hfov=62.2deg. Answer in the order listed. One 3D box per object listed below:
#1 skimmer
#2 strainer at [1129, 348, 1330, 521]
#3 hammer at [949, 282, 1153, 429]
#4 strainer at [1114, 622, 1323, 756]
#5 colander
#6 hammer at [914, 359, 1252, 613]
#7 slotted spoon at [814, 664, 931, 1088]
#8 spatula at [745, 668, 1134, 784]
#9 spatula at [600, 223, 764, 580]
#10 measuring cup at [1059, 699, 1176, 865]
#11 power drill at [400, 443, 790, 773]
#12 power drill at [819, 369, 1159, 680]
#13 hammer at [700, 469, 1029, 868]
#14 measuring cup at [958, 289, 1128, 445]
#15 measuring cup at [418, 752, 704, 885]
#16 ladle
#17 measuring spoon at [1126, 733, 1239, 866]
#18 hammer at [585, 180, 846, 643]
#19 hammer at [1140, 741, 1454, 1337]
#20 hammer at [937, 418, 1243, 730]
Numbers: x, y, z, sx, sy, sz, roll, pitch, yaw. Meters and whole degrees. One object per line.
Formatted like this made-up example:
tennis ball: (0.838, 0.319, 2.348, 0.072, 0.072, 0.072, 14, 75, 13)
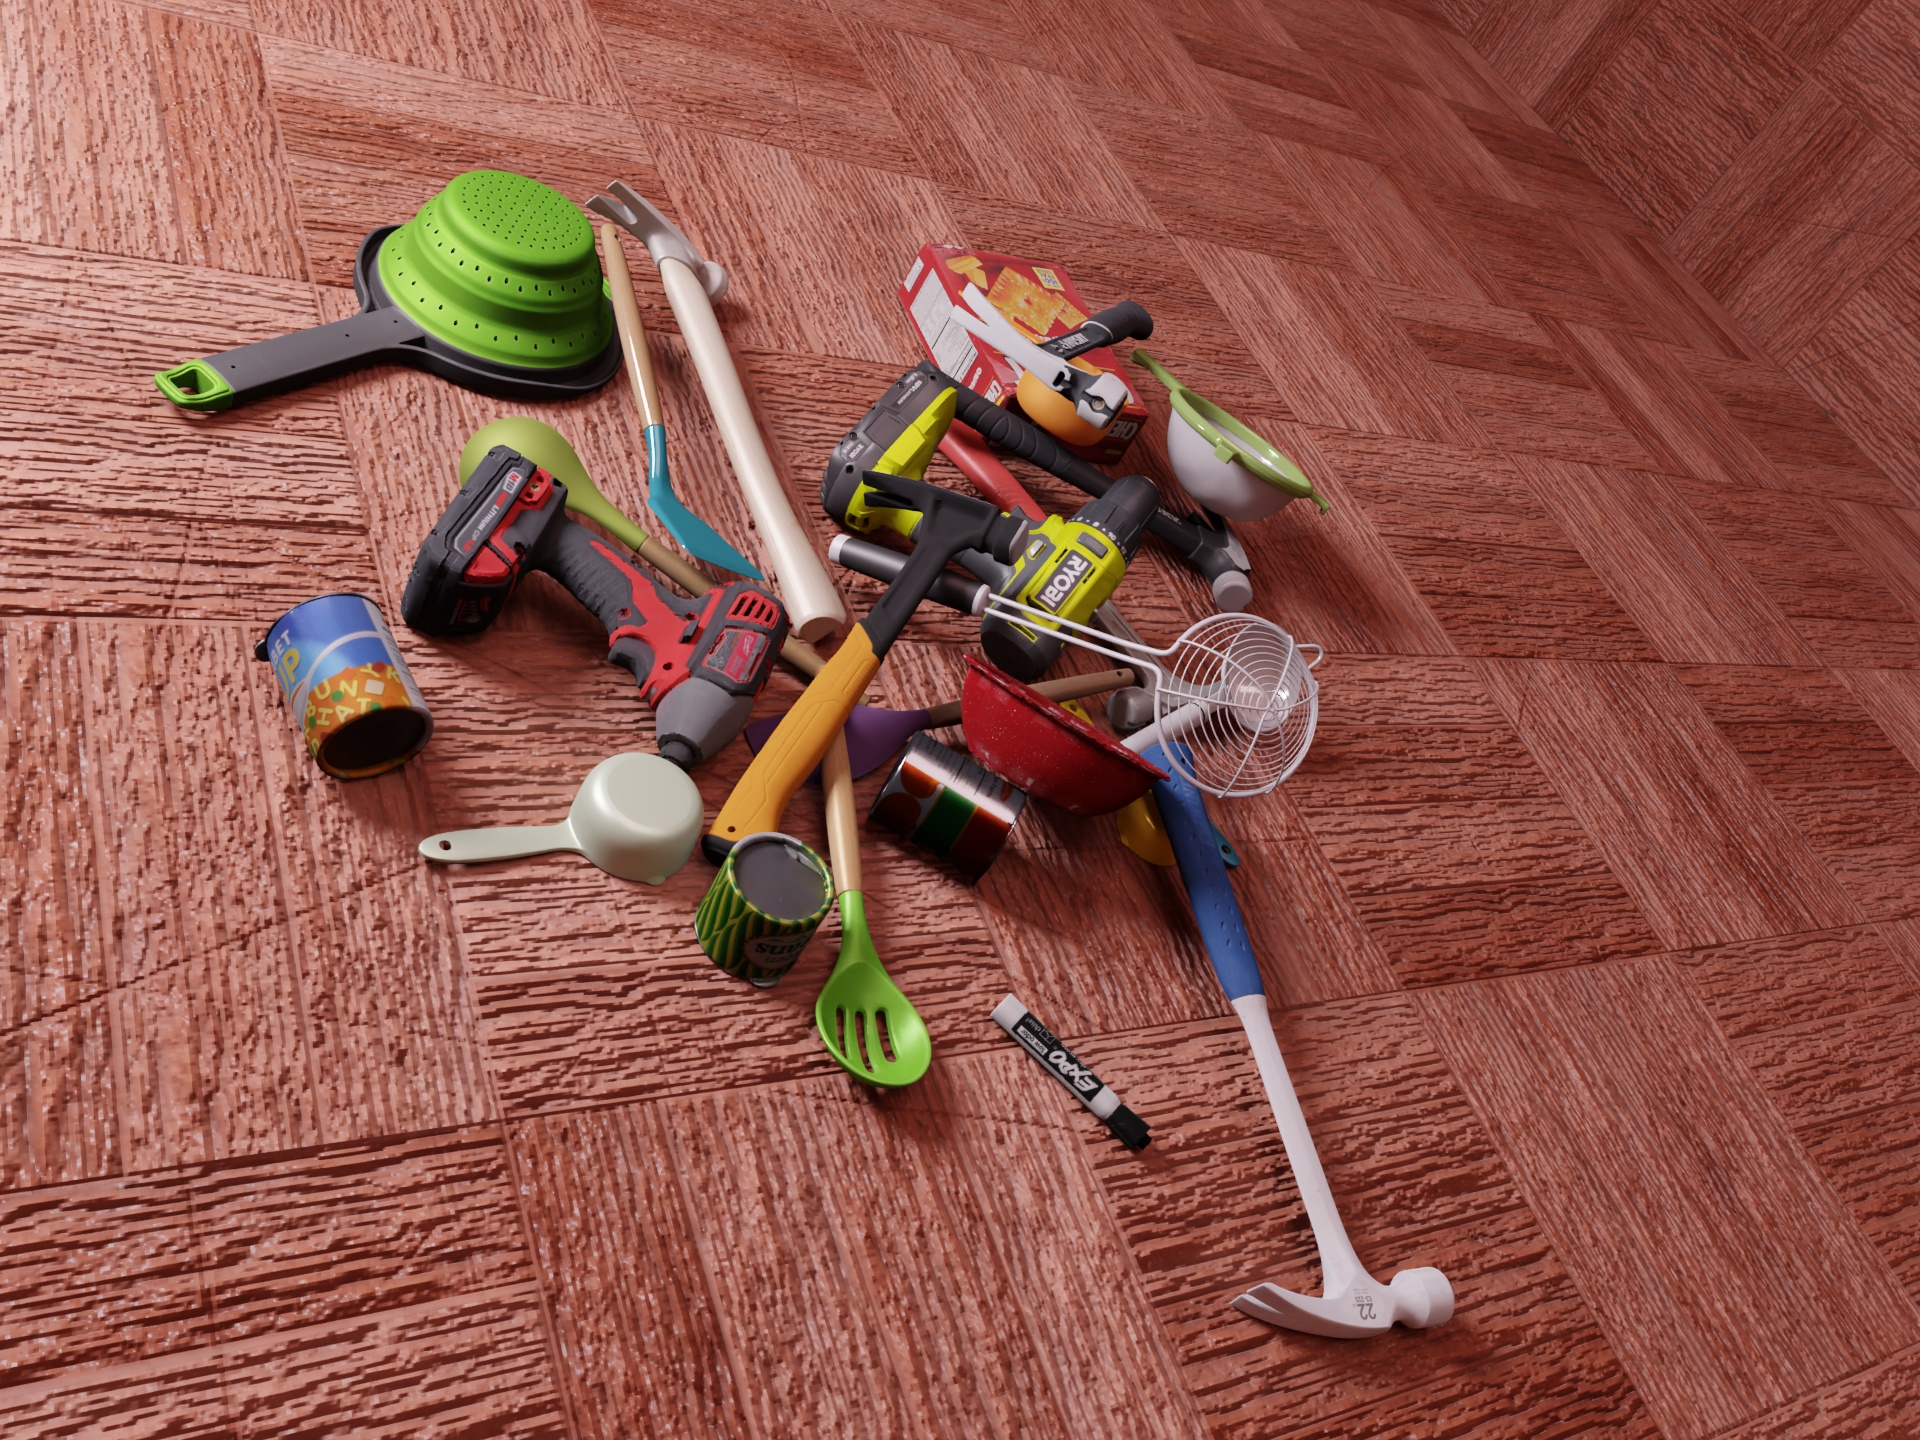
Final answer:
skimmer: (0.075, -0.055, 1.131, 0.363, 0.090, 0.127, 21, 81, 19)
strainer: (0.207, -0.252, 1.425, 0.151, 0.069, 0.257, 18, 26, -40)
hammer: (0.106, -0.328, 1.349, 0.149, 0.036, 0.409, 35, 24, 3)
strainer: (0.182, -0.010, 1.203, 0.258, 0.050, 0.087, -27, 107, -38)
colander: (-0.379, -0.306, 1.121, 0.204, 0.094, 0.397, 41, 40, 9)
hammer: (0.104, -0.210, 1.350, 0.334, 0.035, 0.146, 27, 31, -19)
slotted spoon: (-0.068, 0.087, 0.979, 0.070, 0.031, 0.314, 12, 47, -26)
spatula: (-0.002, -0.004, 1.113, 0.316, 0.018, 0.060, -13, 62, -33)
spatula: (-0.214, -0.233, 1.136, 0.082, 0.044, 0.318, 17, 51, -55)
measuring cup: (0.120, 0.035, 1.163, 0.062, 0.029, 0.157, -11, 59, -40)
power drill: (-0.224, -0.062, 0.993, 0.219, 0.078, 0.143, 29, 51, -12)
power drill: (0.026, -0.164, 1.221, 0.228, 0.080, 0.190, 36, 68, 5)
hammer: (-0.078, -0.038, 1.040, 0.127, 0.034, 0.337, 21, 54, 15)
measuring cup: (0.057, -0.293, 1.331, 0.174, 0.052, 0.095, 37, 25, 9)
measuring cup: (-0.223, 0.056, 0.908, 0.167, 0.038, 0.083, -5, 53, -39)
ladle: (-0.198, -0.099, 1.086, 0.320, 0.062, 0.078, 36, 55, -8)
measuring spoon: (0.169, 0.055, 1.183, 0.042, 0.021, 0.129, -18, 60, -43)
hammer: (-0.176, -0.232, 1.191, 0.146, 0.038, 0.411, 32, 30, -57)
hammer: (0.185, 0.190, 1.026, 0.144, 0.035, 0.406, 5, 53, -29)
hammer: (0.081, -0.142, 1.311, 0.149, 0.036, 0.359, -17, 61, -43)
